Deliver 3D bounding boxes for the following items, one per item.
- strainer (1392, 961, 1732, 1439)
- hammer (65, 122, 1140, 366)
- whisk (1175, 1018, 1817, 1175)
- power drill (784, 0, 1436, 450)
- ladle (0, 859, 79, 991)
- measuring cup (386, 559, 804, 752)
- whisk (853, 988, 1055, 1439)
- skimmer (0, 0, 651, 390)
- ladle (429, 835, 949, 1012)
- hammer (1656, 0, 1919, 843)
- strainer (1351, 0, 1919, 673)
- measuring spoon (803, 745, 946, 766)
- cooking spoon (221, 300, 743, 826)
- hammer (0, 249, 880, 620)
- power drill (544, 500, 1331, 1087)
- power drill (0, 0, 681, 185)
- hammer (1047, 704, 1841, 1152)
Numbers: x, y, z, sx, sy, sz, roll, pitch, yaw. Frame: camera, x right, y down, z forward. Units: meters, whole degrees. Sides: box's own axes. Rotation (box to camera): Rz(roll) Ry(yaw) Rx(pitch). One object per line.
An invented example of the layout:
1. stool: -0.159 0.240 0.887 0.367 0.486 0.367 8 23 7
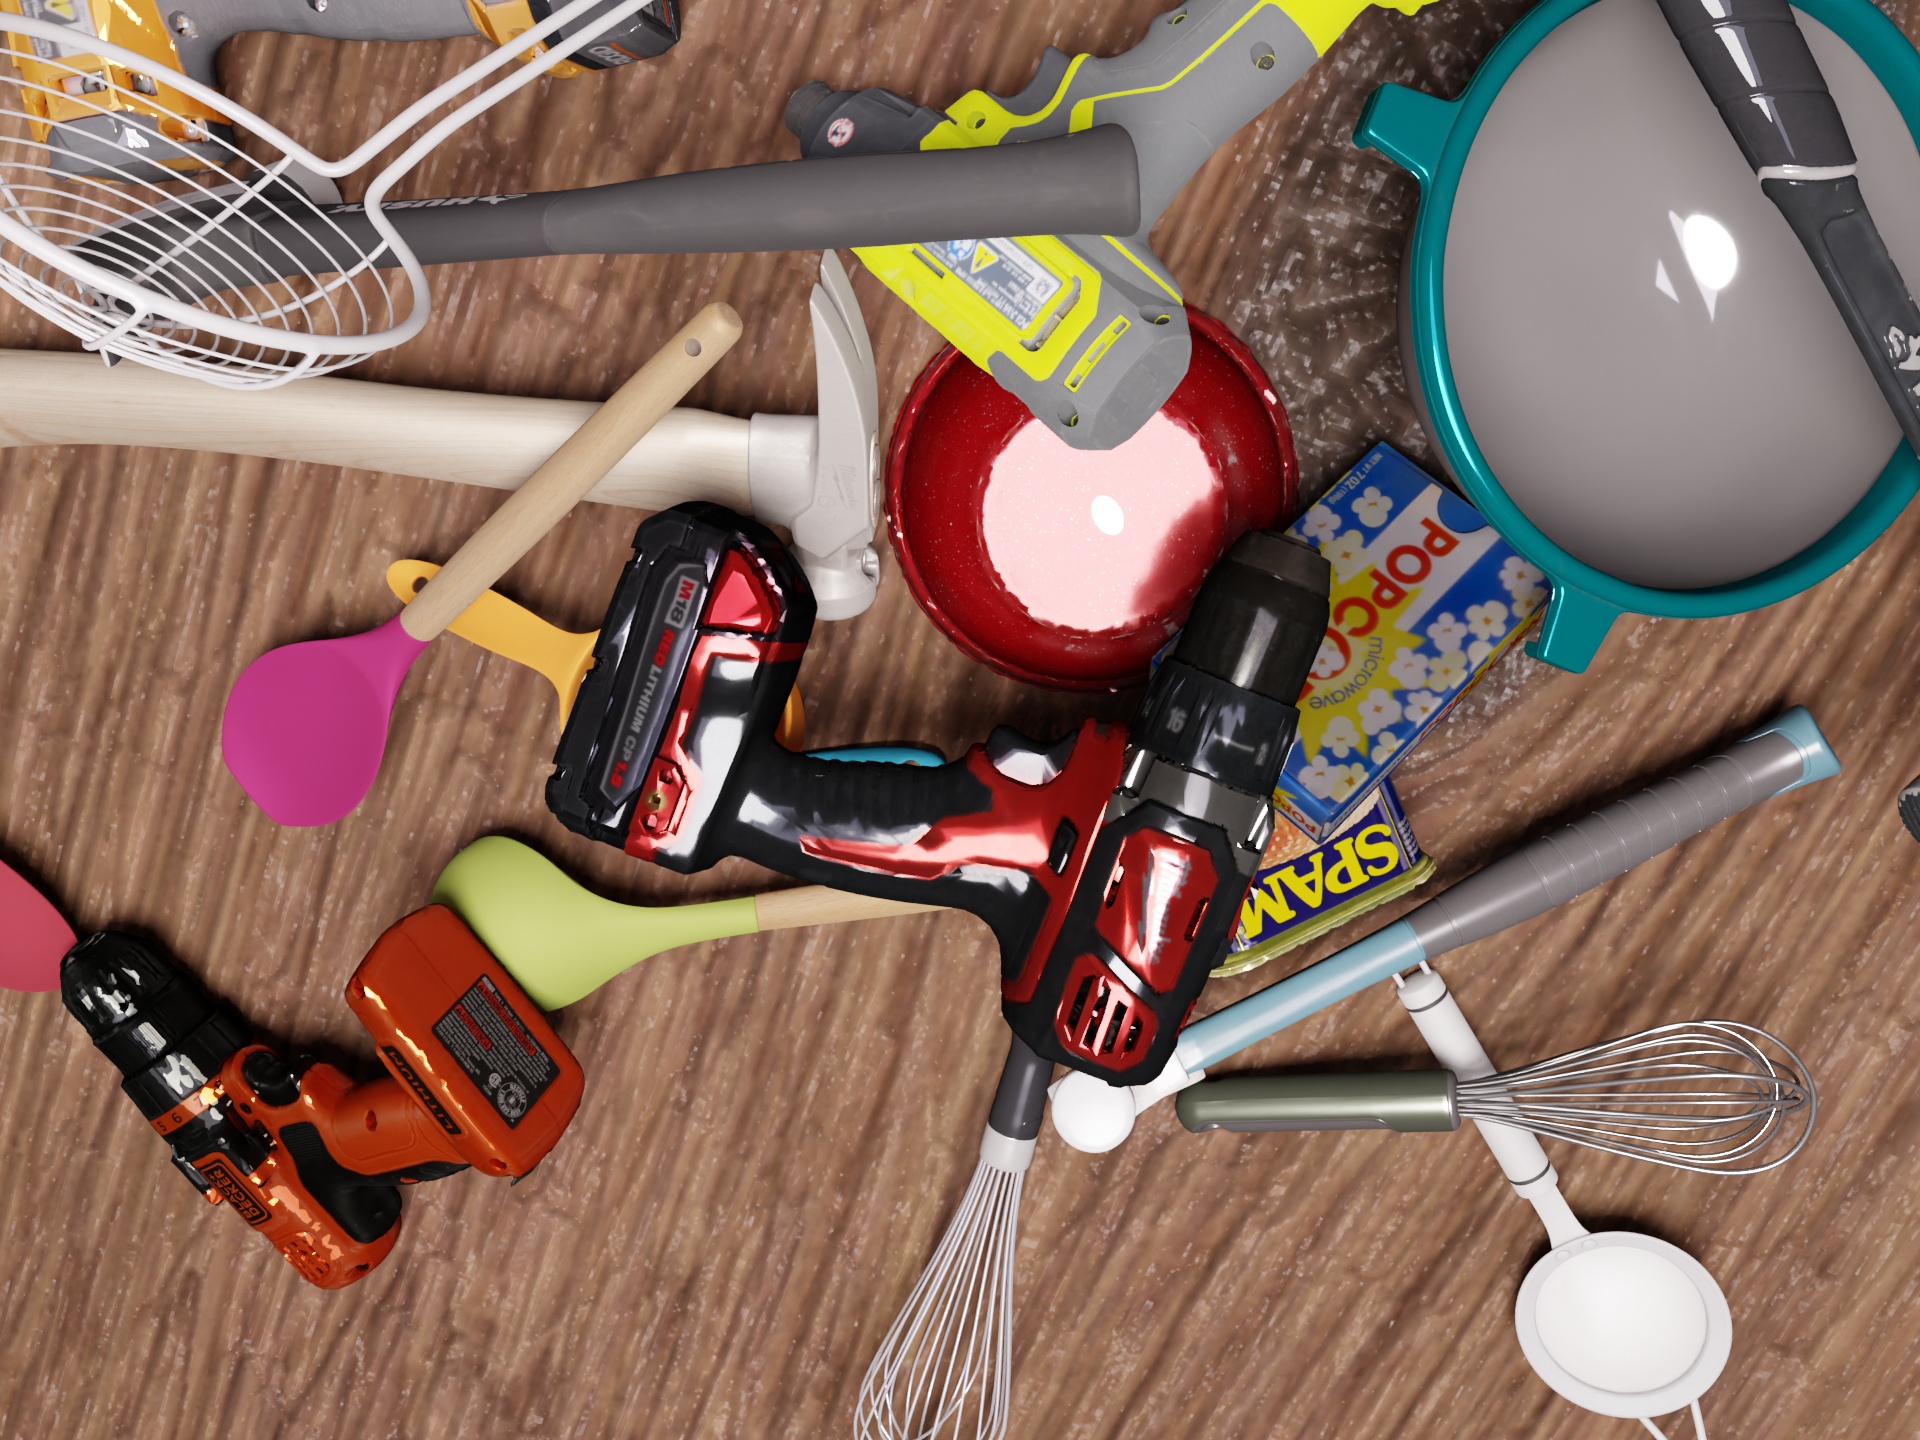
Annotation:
1. strainer: 0.250 0.200 0.682 0.087 0.050 0.258 -29 98 18
2. hammer: -0.110 -0.156 0.496 0.335 0.146 0.035 0 120 13
3. whisk: 0.206 0.153 0.640 0.246 0.057 0.059 -7 66 22
4. power drill: 0.054 -0.225 0.526 0.171 0.080 0.223 45 103 17
5. ladle: -0.427 -0.024 0.615 0.069 0.031 0.315 -6 111 21
6. measuring cup: -0.141 -0.017 0.618 0.173 0.052 0.095 26 85 10
7. whisk: 0.013 0.211 0.683 0.070 0.070 0.284 14 101 -3
8. skimmer: -0.109 -0.213 0.441 0.127 0.090 0.363 42 64 5
9. ladle: -0.057 0.069 0.654 0.320 0.062 0.078 -7 115 -4
10. hammer: 0.275 -0.155 0.490 0.149 0.036 0.408 -38 104 -8
11. strainer: 0.286 -0.169 0.559 0.340 0.095 0.211 -25 102 -11
12. measuring spoon: -0.070 0.026 0.644 0.128 0.021 0.042 -5 106 4
13. cooking spoon: -0.183 -0.048 0.578 0.319 0.017 0.068 -35 96 31
14. hammer: -0.233 -0.116 0.573 0.410 0.038 0.146 6 140 3
15. power drill: -0.001 -0.002 0.529 0.226 0.080 0.188 22 96 3
16. power drill: -0.224 -0.290 0.530 0.226 0.084 0.185 -8 104 8
17. hammer: 0.187 0.079 0.613 0.331 0.128 0.033 -26 80 0
